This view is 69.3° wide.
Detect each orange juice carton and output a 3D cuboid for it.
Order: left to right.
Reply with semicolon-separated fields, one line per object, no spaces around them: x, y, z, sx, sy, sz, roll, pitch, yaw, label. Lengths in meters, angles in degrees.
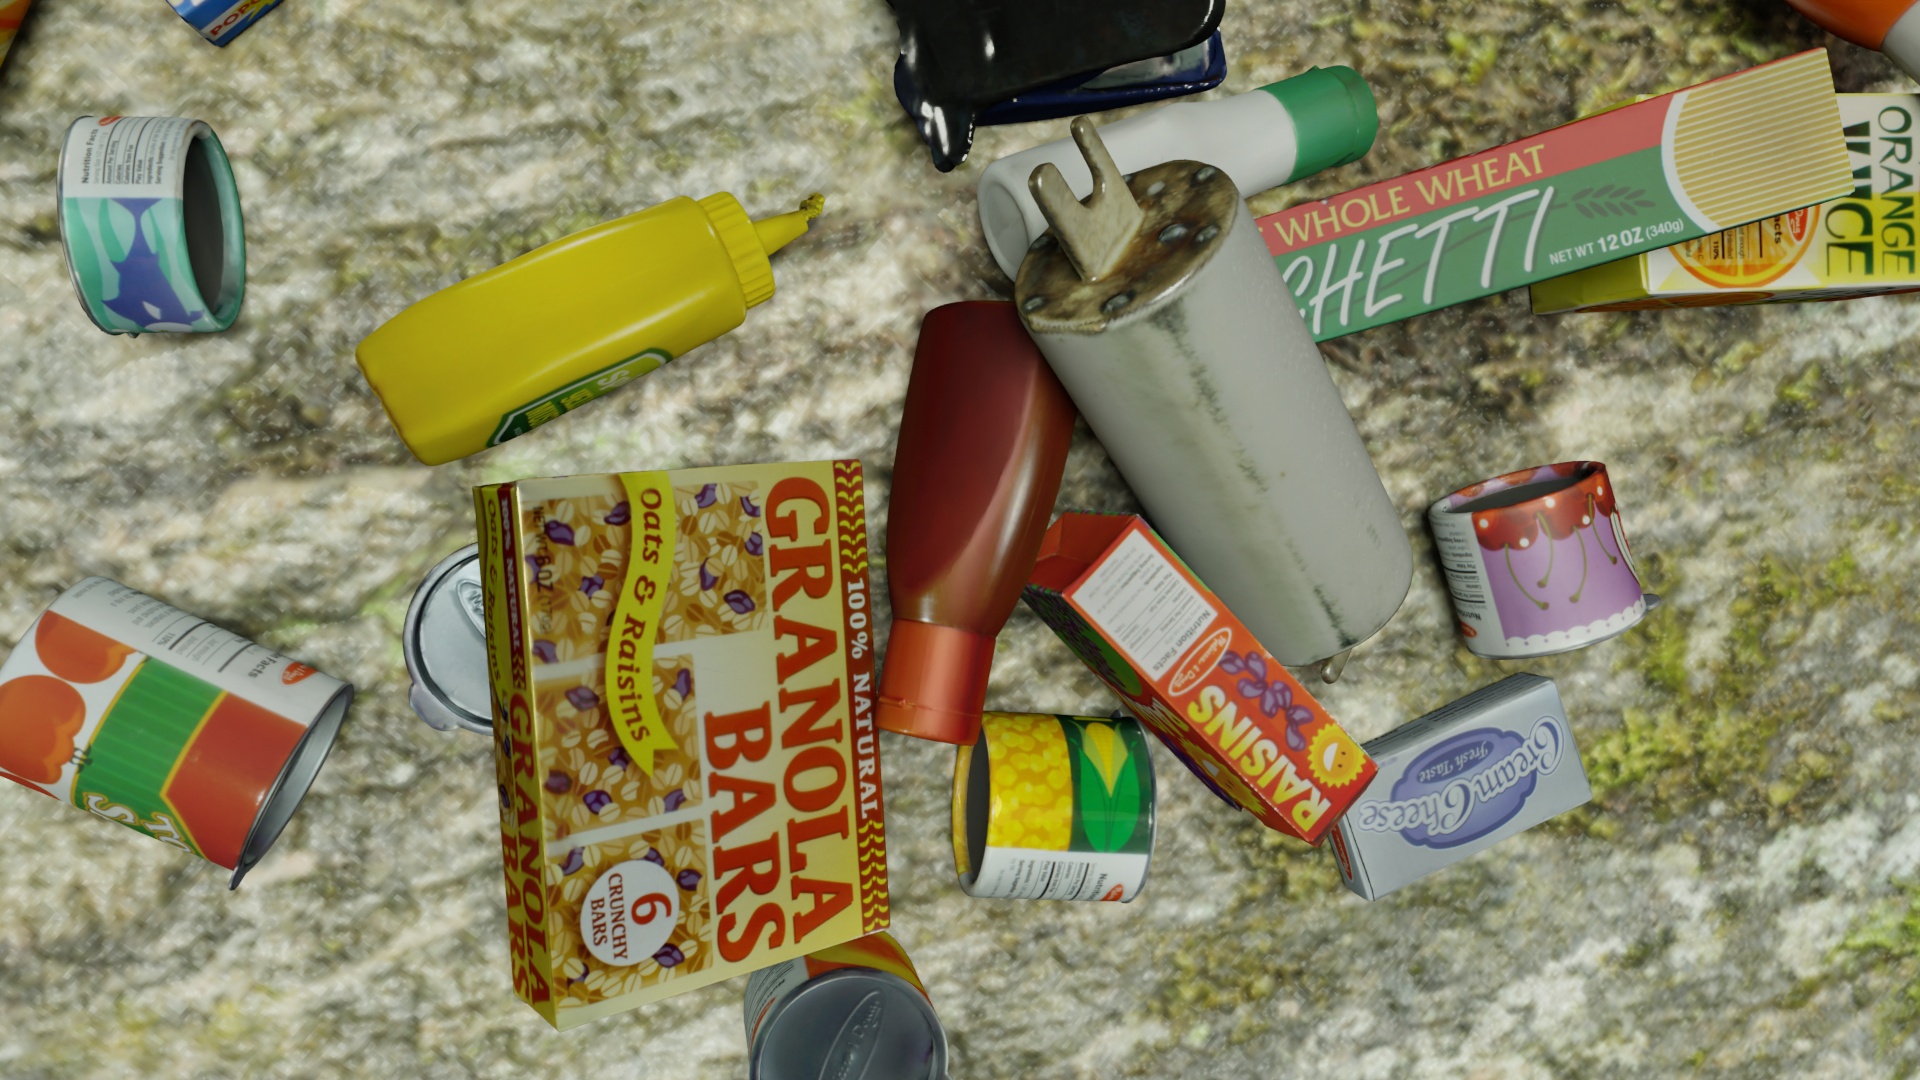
0.326;-0.130;0.541;0.193;0.072;0.073;-4;94;-11;orange juice carton

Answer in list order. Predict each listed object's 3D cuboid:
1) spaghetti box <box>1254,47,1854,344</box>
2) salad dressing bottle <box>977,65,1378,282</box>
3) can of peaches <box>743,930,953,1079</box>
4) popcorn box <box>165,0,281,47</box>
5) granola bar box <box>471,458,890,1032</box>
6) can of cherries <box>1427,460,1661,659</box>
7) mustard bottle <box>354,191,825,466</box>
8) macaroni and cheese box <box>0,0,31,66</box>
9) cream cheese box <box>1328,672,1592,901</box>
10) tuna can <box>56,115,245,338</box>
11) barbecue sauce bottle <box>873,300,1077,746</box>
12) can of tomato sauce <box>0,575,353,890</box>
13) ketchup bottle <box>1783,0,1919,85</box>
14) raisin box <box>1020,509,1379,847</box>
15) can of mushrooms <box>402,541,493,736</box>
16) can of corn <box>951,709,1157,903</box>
0.170;-0.107;0.486;0.250;0.029;0.050;-15;97;12;spaghetti box
0.080;-0.134;0.498;0.148;0.064;0.044;-22;92;-17;salad dressing bottle
-0.040;0.174;0.487;0.071;0.058;0.071;-1;93;-12;can of peaches
-0.250;-0.233;0.435;0.085;0.038;0.126;-42;100;-5;popcorn box
-0.088;0.059;0.458;0.124;0.039;0.165;-6;95;-38;granola bar box
0.221;0.006;0.528;0.071;0.071;0.058;-20;96;-10;can of cherries
-0.113;-0.078;0.458;0.160;0.065;0.049;-28;94;-13;mustard bottle
-0.335;-0.185;0.395;0.123;0.040;0.166;33;103;-10;macaroni and cheese box
0.193;0.096;0.548;0.104;0.024;0.053;-21;97;-10;cream cheese box
-0.247;-0.095;0.429;0.033;0.071;0.071;-3;94;-12;tuna can
0.002;-0.006;0.477;0.043;0.065;0.148;17;82;-45;barbecue sauce bottle
-0.248;0.059;0.435;0.083;0.071;0.071;27;87;-11;can of tomato sauce
0.331;-0.219;0.515;0.065;0.043;0.149;-22;64;-15;ketchup bottle
0.078;0.046;0.491;0.123;0.086;0.040;45;83;-10;raisin box
-0.153;0.033;0.470;0.071;0.033;0.071;-1;93;-12;can of mushrooms
0.031;0.092;0.495;0.058;0.071;0.071;5;92;-11;can of corn
